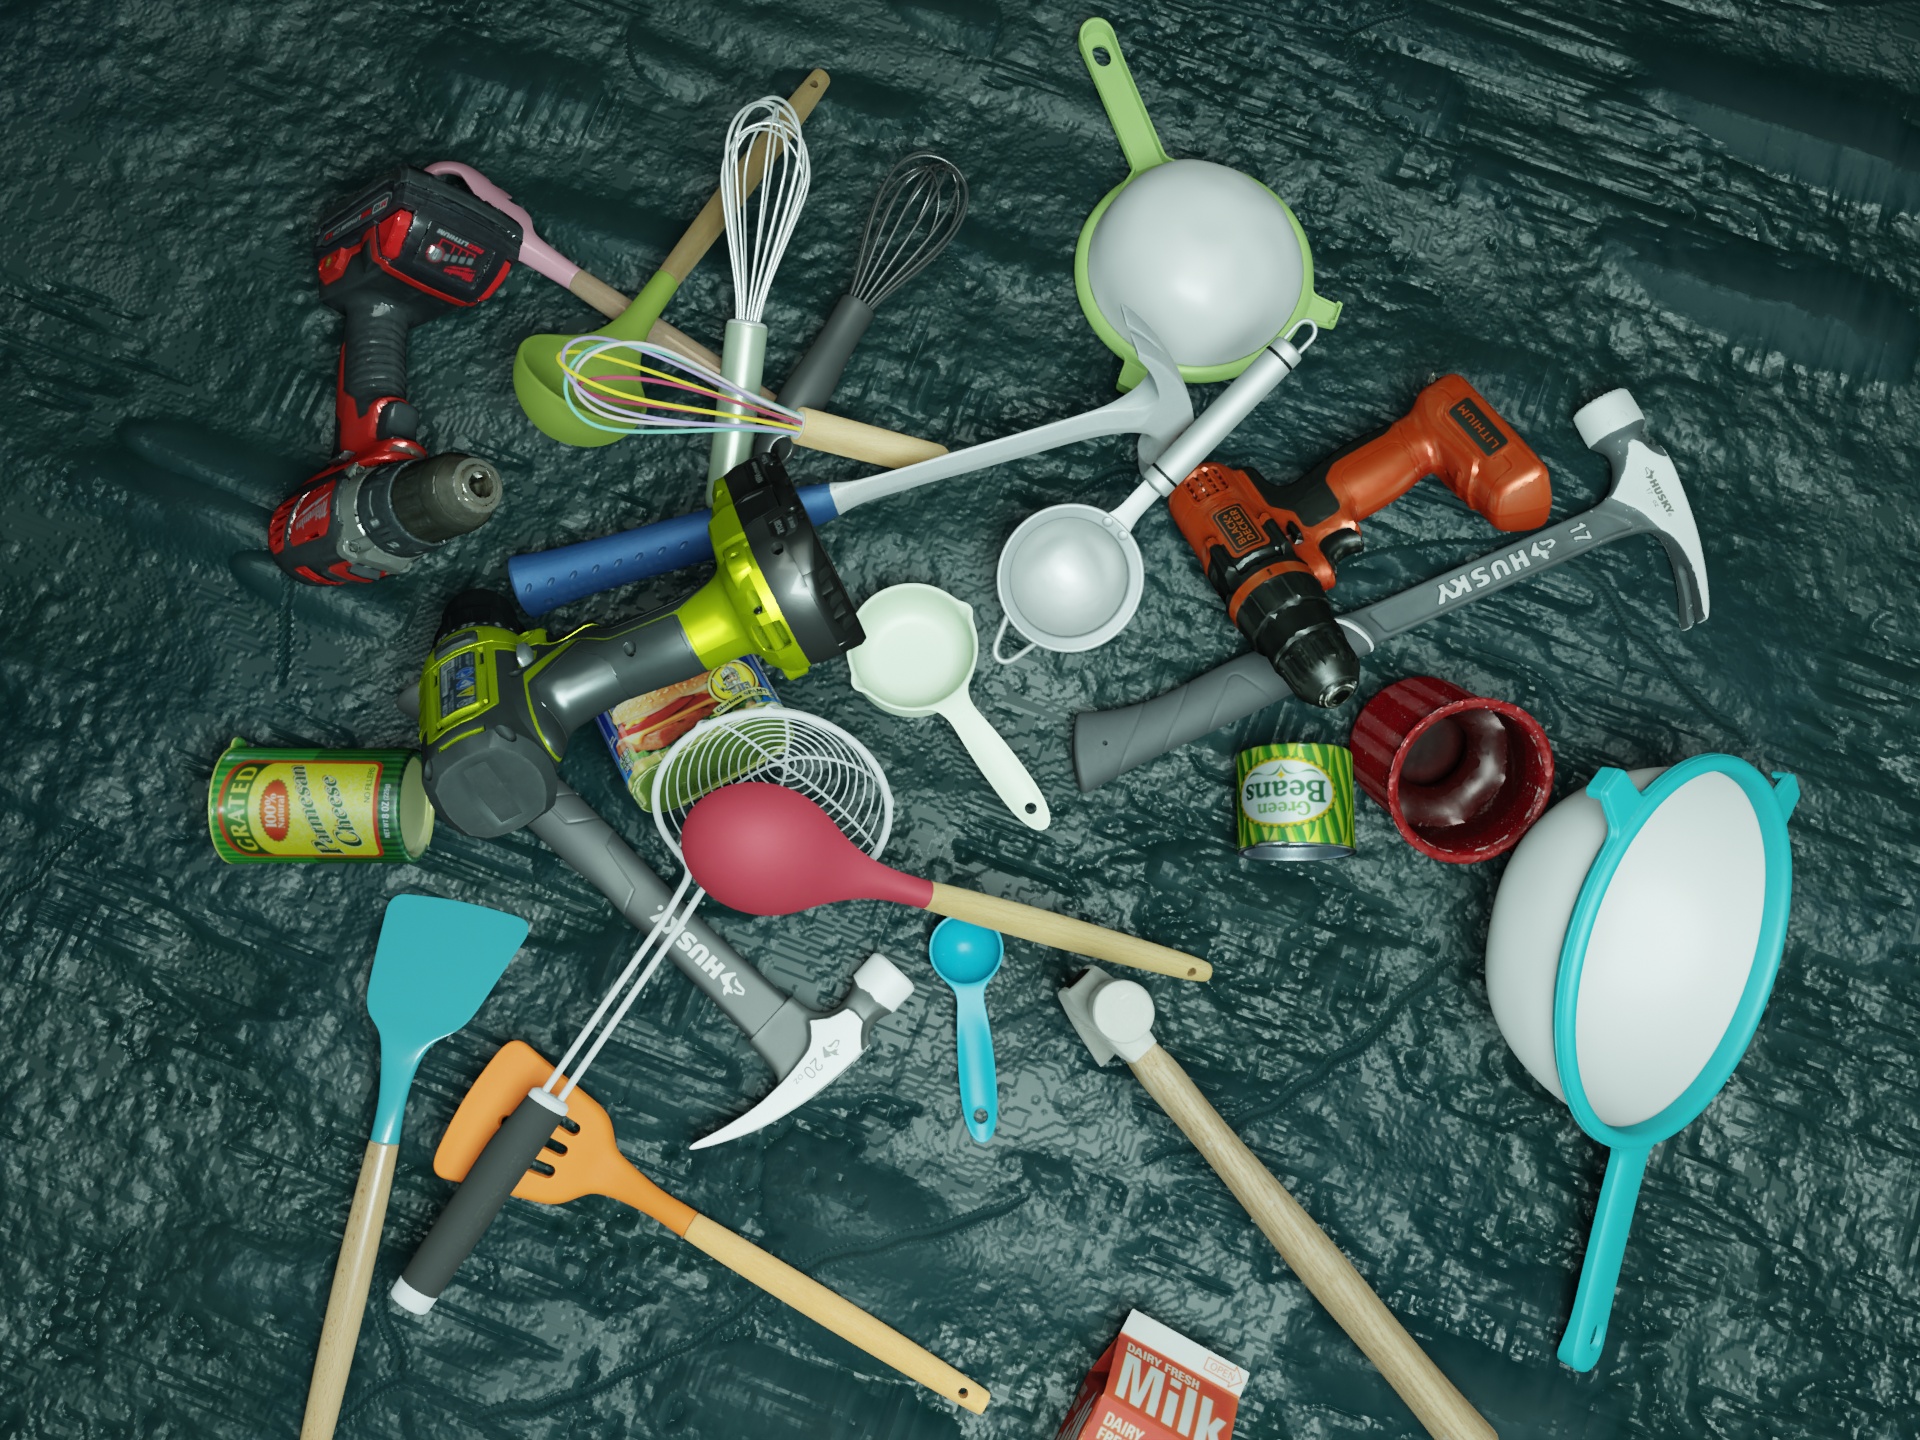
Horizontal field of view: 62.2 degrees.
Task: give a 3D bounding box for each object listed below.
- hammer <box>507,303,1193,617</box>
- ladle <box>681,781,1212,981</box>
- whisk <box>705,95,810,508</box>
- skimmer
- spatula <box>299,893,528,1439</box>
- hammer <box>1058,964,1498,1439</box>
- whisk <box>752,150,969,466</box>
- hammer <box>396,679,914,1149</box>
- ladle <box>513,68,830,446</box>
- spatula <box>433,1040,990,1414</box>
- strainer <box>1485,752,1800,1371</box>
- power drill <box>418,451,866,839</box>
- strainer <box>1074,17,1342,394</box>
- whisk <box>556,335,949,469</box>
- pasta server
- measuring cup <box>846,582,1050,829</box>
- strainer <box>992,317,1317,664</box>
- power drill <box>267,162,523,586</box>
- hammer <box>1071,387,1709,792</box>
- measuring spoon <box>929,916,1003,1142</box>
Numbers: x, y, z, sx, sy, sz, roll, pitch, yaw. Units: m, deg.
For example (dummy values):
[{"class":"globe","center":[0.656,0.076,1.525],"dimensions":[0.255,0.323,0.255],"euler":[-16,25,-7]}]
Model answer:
[{"class":"hammer","center":[-0.064,-0.135,0.919],"dimensions":[0.405,0.144,0.035],"euler":[-16,65,3]},{"class":"ladle","center":[0.004,0.099,0.843],"dimensions":[0.315,0.031,0.069],"euler":[18,102,-24]},{"class":"whisk","center":[-0.126,-0.242,0.942],"dimensions":[0.059,0.057,0.246],"euler":[14,100,37]},{"class":"skimmer","center":[-0.172,0.152,0.822],"dimensions":[0.127,0.090,0.363],"euler":[39,78,-22]},{"class":"spatula","center":[-0.316,0.256,0.871],"dimensions":[0.082,0.044,0.317],"euler":[11,82,1]},{"class":"hammer","center":[0.167,0.260,0.840],"dimensions":[0.031,0.130,0.331],"euler":[-40,92,-9]},{"class":"whisk","center":[-0.062,-0.248,0.968],"dimensions":[0.055,0.055,0.239],"euler":[27,77,5]},{"class":"hammer","center":[-0.196,0.093,0.901],"dimensions":[0.335,0.035,0.146],"euler":[42,80,8]},{"class":"ladle","center":[-0.160,-0.290,0.957],"dimensions":[0.078,0.062,0.320],"euler":[34,68,-9]},{"class":"spatula","center":[-0.126,0.286,0.856],"dimensions":[0.322,0.041,0.081],"euler":[29,78,5]},{"class":"strainer","center":[0.338,0.175,0.862],"dimensions":[0.211,0.095,0.340],"euler":[2,101,-38]},{"class":"power drill","center":[-0.179,-0.050,0.840],"dimensions":[0.228,0.080,0.191],"euler":[-26,36,-1]},{"class":"strainer","center":[0.129,-0.337,0.983],"dimensions":[0.151,0.069,0.256],"euler":[-20,80,-5]},{"class":"whisk","center":[-0.111,-0.170,0.903],"dimensions":[0.244,0.047,0.051],"euler":[9,91,-32]},{"class":"pasta server","center":[-0.214,-0.255,0.985],"dimensions":[0.316,0.040,0.060],"euler":[33,79,2]},{"class":"measuring cup","center":[-0.001,-0.003,0.925],"dimensions":[0.083,0.038,0.167],"euler":[-35,82,-8]},{"class":"strainer","center":[0.109,-0.131,0.911],"dimensions":[0.086,0.050,0.258],"euler":[42,101,-14]},{"class":"power drill","center":[-0.311,-0.191,0.900],"dimensions":[0.188,0.080,0.227],"euler":[-7,73,41]},{"class":"hammer","center":[0.250,-0.053,0.941],"dimensions":[0.409,0.036,0.149],"euler":[-24,80,-5]},{"class":"measuring spoon","center":[0.007,0.172,0.899],"dimensions":[0.042,0.021,0.128],"euler":[-5,87,-3]}]
